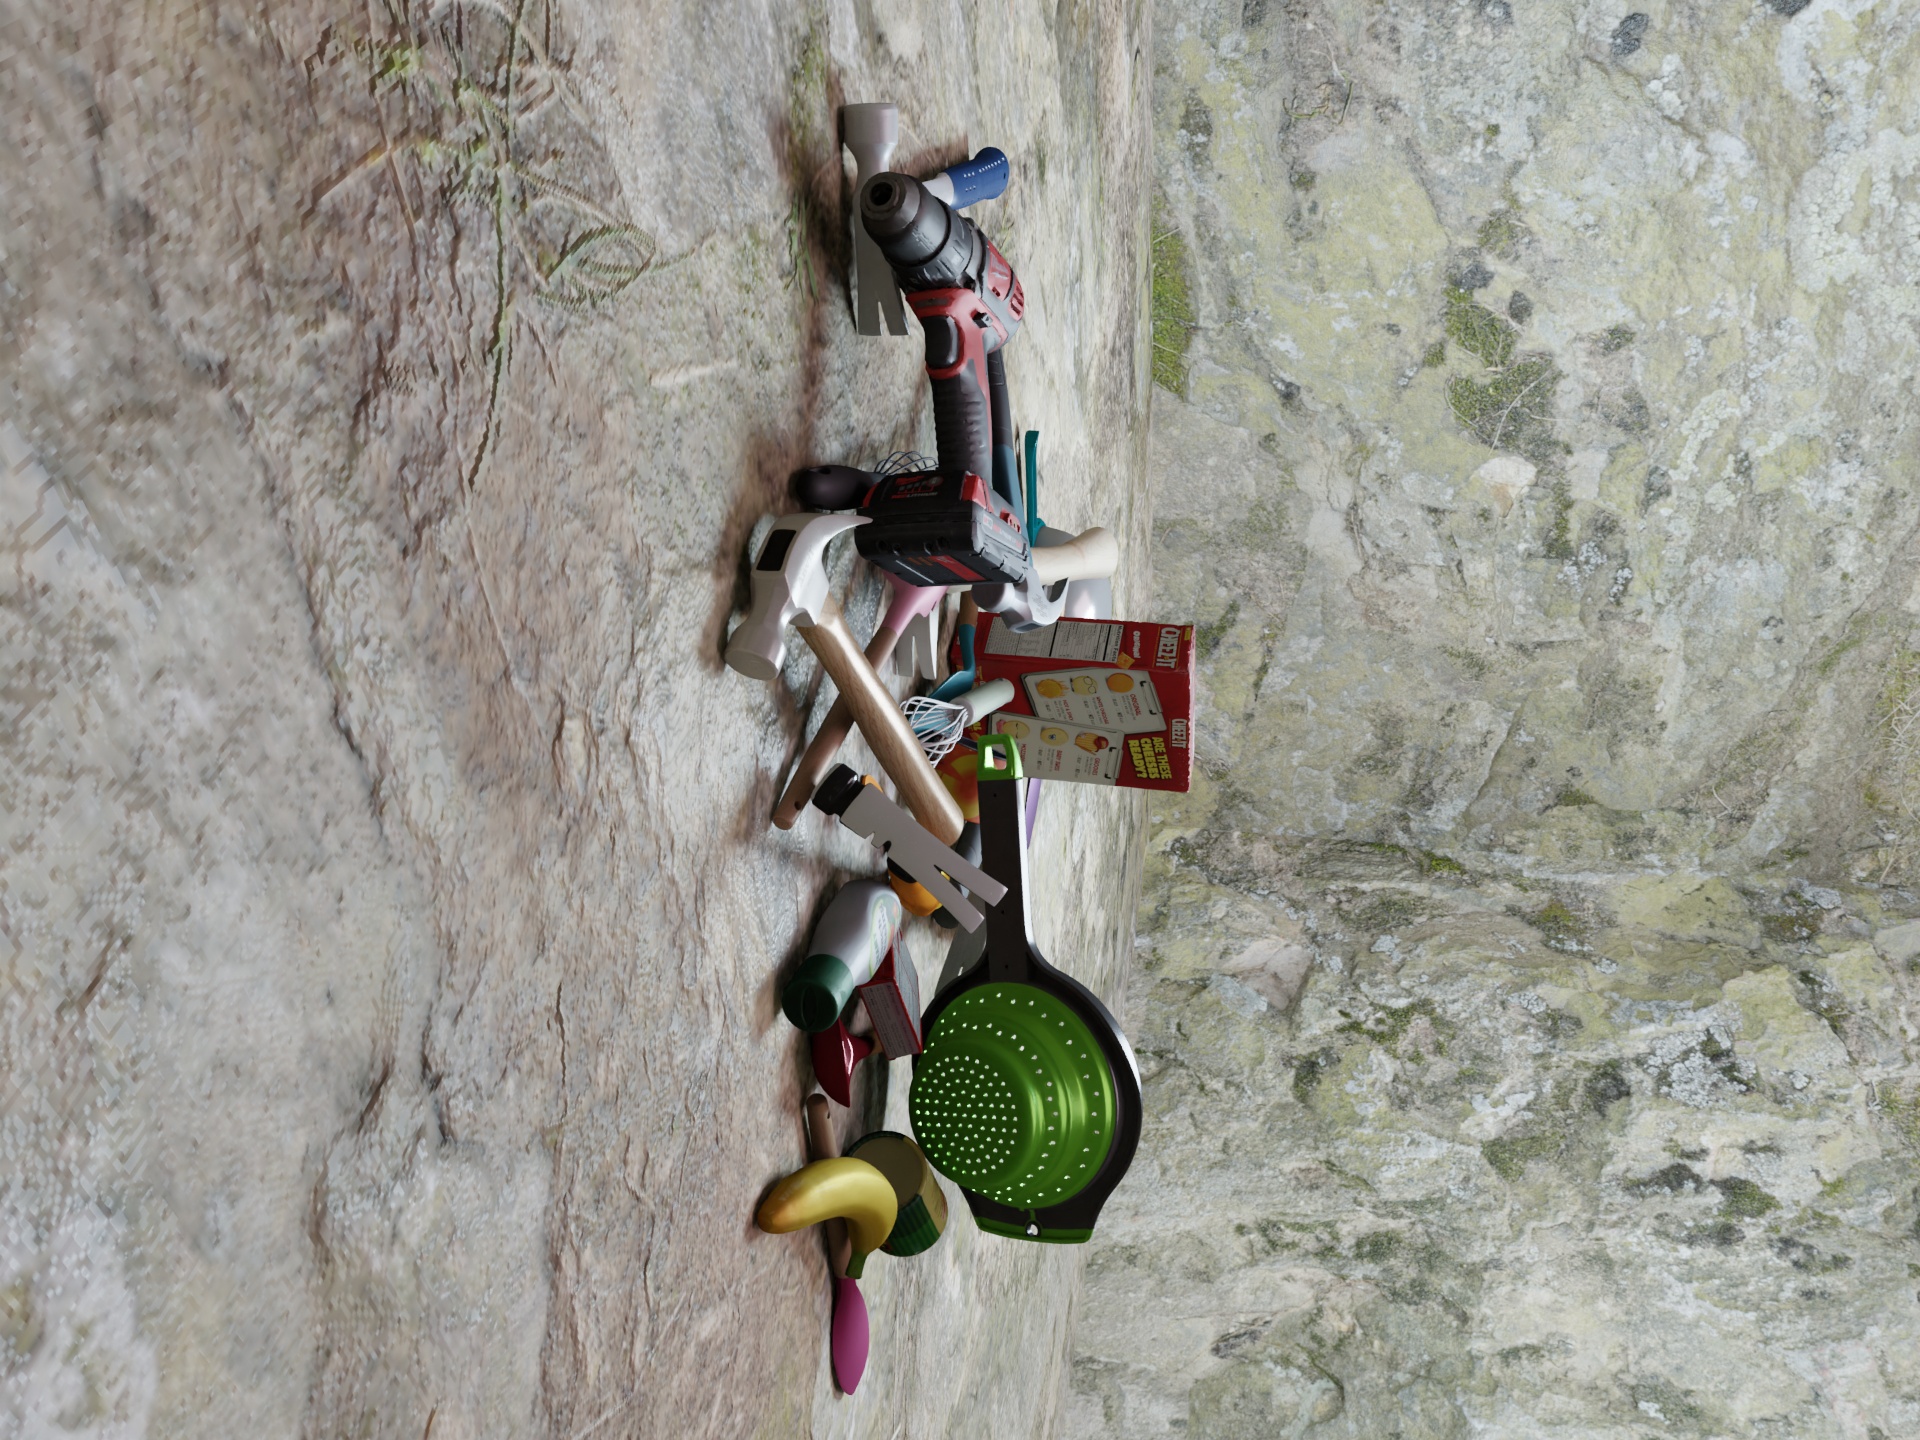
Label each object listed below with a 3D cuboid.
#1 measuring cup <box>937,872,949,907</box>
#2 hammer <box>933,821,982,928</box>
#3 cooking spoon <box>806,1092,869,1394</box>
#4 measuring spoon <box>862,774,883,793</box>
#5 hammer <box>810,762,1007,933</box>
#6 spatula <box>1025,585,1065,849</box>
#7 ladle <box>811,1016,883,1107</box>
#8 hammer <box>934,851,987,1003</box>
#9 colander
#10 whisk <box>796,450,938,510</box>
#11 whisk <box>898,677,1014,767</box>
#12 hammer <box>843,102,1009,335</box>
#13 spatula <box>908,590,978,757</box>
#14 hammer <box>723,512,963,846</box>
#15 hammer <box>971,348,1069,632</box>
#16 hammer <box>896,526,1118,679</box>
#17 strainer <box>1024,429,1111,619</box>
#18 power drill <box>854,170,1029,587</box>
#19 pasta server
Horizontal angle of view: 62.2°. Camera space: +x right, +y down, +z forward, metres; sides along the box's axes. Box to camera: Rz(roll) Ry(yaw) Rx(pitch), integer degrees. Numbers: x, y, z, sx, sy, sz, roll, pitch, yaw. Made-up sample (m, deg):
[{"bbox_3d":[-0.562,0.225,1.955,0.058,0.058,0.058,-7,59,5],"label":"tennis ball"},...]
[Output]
[{"bbox_3d":[-0.015,0.098,1.359,0.157,0.029,0.062,-71,161,-47],"label":"measuring cup"},{"bbox_3d":[0.030,0.072,1.574,0.409,0.036,0.149,-67,159,-57],"label":"hammer"},{"bbox_3d":[-0.085,0.376,1.133,0.069,0.017,0.318,-71,161,-52],"label":"cooking spoon"},{"bbox_3d":[-0.060,0.071,1.185,0.116,0.011,0.021,69,28,-57],"label":"measuring spoon"},{"bbox_3d":[-0.029,0.106,1.088,0.034,0.127,0.336,-51,171,-9],"label":"hammer"},{"bbox_3d":[0.089,-0.018,1.690,0.059,0.018,0.316,20,78,-78],"label":"spatula"},{"bbox_3d":[-0.065,0.236,1.168,0.315,0.031,0.069,38,44,-79],"label":"ladle"},{"bbox_3d":[0.026,0.199,1.496,0.359,0.037,0.149,72,36,-78],"label":"hammer"},{"bbox_3d":[0.022,0.209,1.214,0.094,0.204,0.397,-1,87,-58],"label":"colander"},{"bbox_3d":[-0.057,-0.153,1.037,0.239,0.055,0.055,-25,119,-72],"label":"whisk"},{"bbox_3d":[-0.002,-0.004,1.258,0.246,0.058,0.059,-28,108,-68],"label":"whisk"},{"bbox_3d":[-0.016,-0.384,1.174,0.406,0.035,0.144,-61,153,-65],"label":"hammer"},{"bbox_3d":[-0.004,-0.100,1.376,0.082,0.044,0.318,79,14,-53],"label":"spatula"},{"bbox_3d":[-0.054,-0.010,0.986,0.331,0.031,0.130,62,39,-56],"label":"hammer"},{"bbox_3d":[0.029,-0.225,1.258,0.128,0.033,0.331,25,53,-59],"label":"hammer"},{"bbox_3d":[0.052,-0.124,1.373,0.410,0.038,0.146,-14,109,-64],"label":"hammer"},{"bbox_3d":[0.119,-0.172,1.775,0.211,0.095,0.340,-73,164,-47],"label":"strainer"},{"bbox_3d":[-0.015,-0.208,0.979,0.187,0.080,0.227,21,69,-68],"label":"power drill"},{"bbox_3d":[-0.062,-0.037,1.053,0.060,0.040,0.316,45,41,-18],"label":"pasta server"}]
